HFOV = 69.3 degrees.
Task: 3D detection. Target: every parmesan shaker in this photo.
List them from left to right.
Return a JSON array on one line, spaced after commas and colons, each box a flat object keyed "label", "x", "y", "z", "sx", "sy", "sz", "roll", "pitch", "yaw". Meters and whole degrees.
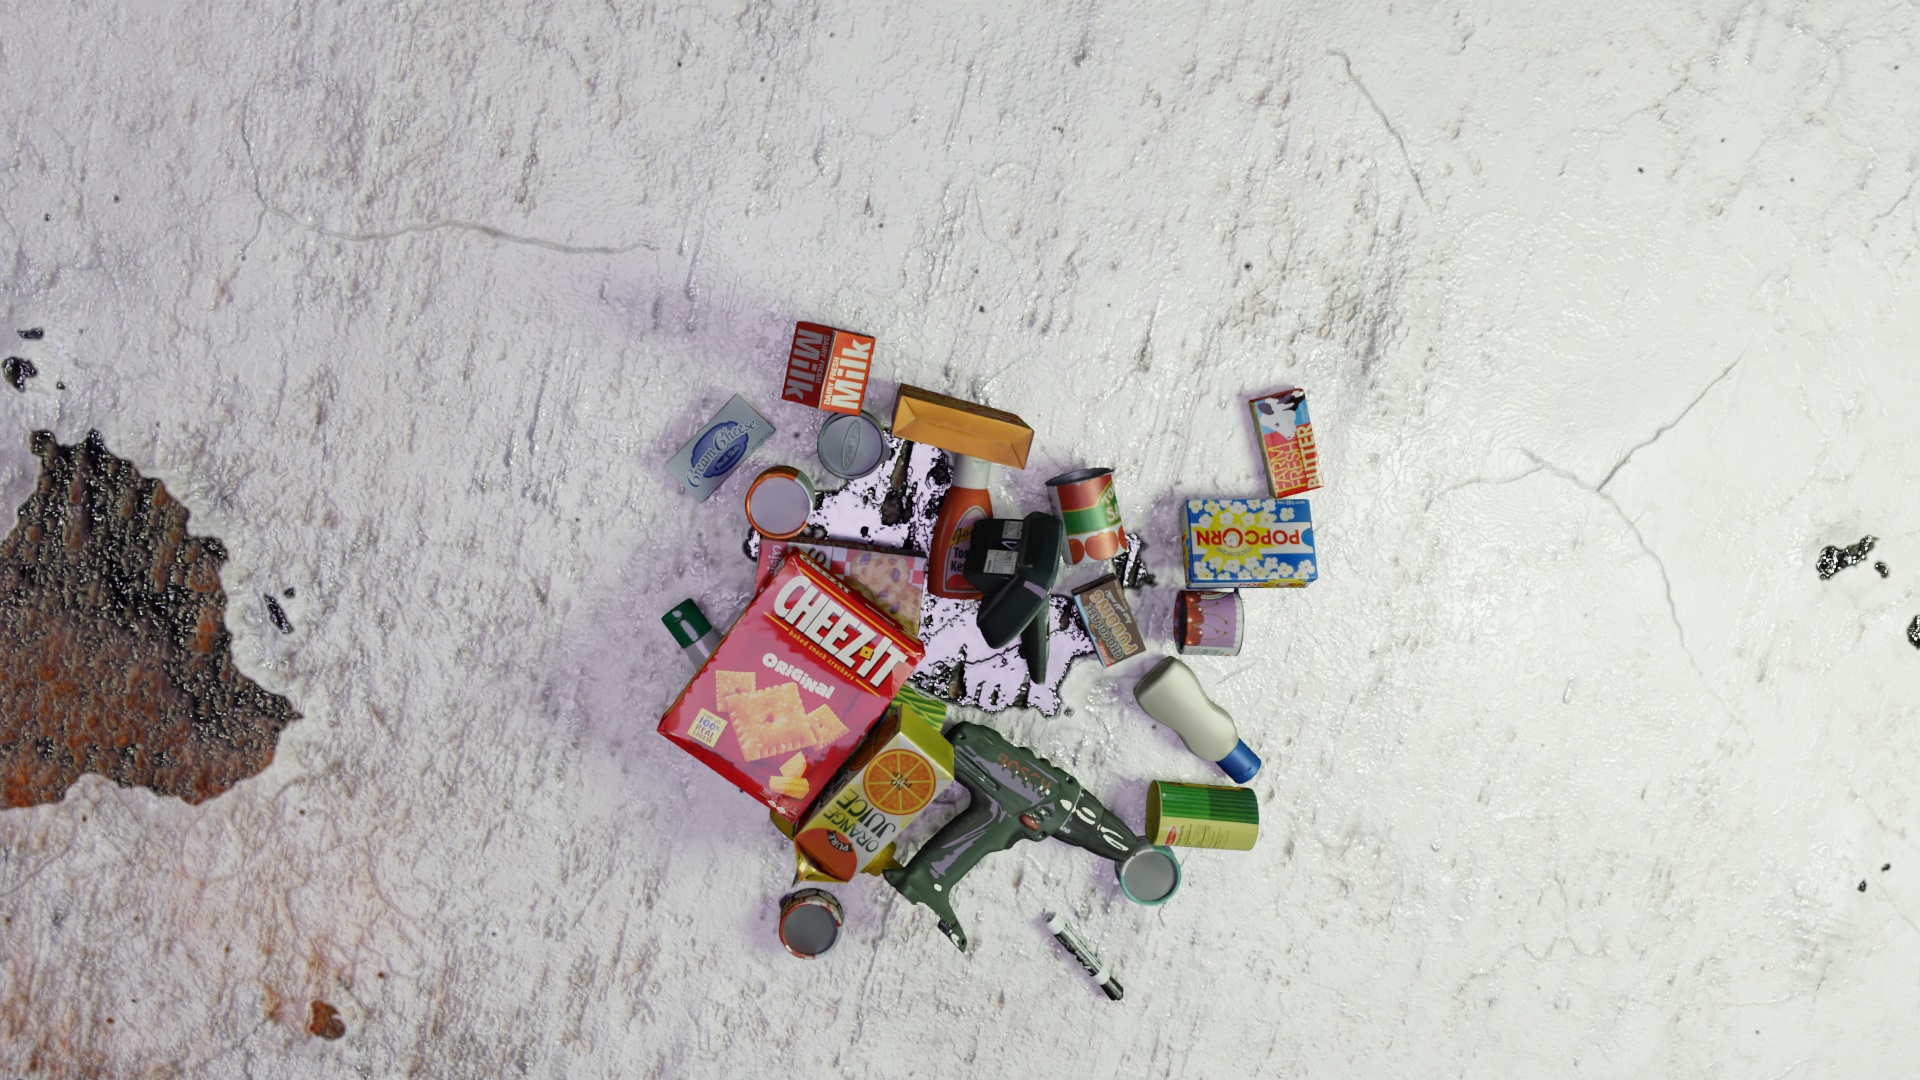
[{"label": "parmesan shaker", "x": 0.248, "y": 0.285, "z": 1.431, "sx": 0.103, "sy": 0.071, "sz": 0.071, "roll": 5, "pitch": 99, "yaw": -5}]

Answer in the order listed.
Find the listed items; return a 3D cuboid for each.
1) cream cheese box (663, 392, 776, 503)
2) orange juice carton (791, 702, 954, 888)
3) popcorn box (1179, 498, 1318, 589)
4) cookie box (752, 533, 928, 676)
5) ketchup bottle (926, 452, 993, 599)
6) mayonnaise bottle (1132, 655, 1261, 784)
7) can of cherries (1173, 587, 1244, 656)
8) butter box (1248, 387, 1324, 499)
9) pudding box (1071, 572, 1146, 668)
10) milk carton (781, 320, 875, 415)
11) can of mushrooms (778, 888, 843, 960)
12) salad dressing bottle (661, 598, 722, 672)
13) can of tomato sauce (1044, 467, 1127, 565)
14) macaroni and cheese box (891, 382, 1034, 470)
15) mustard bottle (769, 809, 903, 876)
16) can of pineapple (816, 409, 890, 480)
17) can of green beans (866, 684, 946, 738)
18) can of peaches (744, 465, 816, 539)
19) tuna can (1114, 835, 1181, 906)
[{"label": "cream cheese box", "x": -0.236, "y": -0.090, "z": 1.361, "sx": 0.104, "sy": 0.024, "sz": 0.053, "roll": -45, "pitch": 98, "yaw": 4}, {"label": "orange juice carton", "x": -0.096, "y": 0.256, "z": 1.342, "sx": 0.073, "sy": 0.072, "sz": 0.192, "roll": 42, "pitch": 101, "yaw": -11}, {"label": "popcorn box", "x": 0.285, "y": 0.003, "z": 1.384, "sx": 0.127, "sy": 0.038, "sz": 0.085, "roll": 0, "pitch": 71, "yaw": -3}, {"label": "cookie box", "x": -0.124, "y": 0.063, "z": 1.385, "sx": 0.167, "sy": 0.040, "sz": 0.122, "roll": 7, "pitch": 98, "yaw": -6}, {"label": "ketchup bottle", "x": 0.005, "y": -0.017, "z": 1.376, "sx": 0.065, "sy": 0.043, "sz": 0.148, "roll": 2, "pitch": 99, "yaw": -26}, {"label": "mayonnaise bottle", "x": 0.247, "y": 0.189, "z": 1.427, "sx": 0.064, "sy": 0.041, "sz": 0.148, "roll": -44, "pitch": 100, "yaw": 5}, {"label": "can of cherries", "x": 0.249, "y": 0.081, "z": 1.398, "sx": 0.058, "sy": 0.071, "sz": 0.071, "roll": 2, "pitch": 99, "yaw": -3}, {"label": "butter box", "x": 0.328, "y": -0.097, "z": 1.395, "sx": 0.053, "sy": 0.024, "sz": 0.103, "roll": -15, "pitch": 99, "yaw": 0}, {"label": "pudding box", "x": 0.150, "y": 0.081, "z": 1.409, "sx": 0.050, "sy": 0.030, "sz": 0.083, "roll": -22, "pitch": 100, "yaw": 1}, {"label": "milk carton", "x": -0.120, "y": -0.159, "z": 1.272, "sx": 0.073, "sy": 0.191, "sz": 0.072, "roll": 12, "pitch": 99, "yaw": -6}, {"label": "can of mushrooms", "x": -0.157, "y": 0.396, "z": 1.438, "sx": 0.071, "sy": 0.033, "sz": 0.071, "roll": -1, "pitch": 100, "yaw": -3}, {"label": "salad dressing bottle", "x": -0.241, "y": 0.126, "z": 1.386, "sx": 0.064, "sy": 0.044, "sz": 0.147, "roll": -34, "pitch": 98, "yaw": 4}, {"label": "can of tomato sauce", "x": 0.127, "y": -0.025, "z": 1.372, "sx": 0.071, "sy": 0.071, "sz": 0.083, "roll": -14, "pitch": 101, "yaw": -1}, {"label": "macaroni and cheese box", "x": -0.002, "y": -0.109, "z": 1.300, "sx": 0.124, "sy": 0.167, "sz": 0.040, "roll": 15, "pitch": 99, "yaw": -5}, {"label": "mustard bottle", "x": -0.116, "y": 0.300, "z": 1.417, "sx": 0.160, "sy": 0.049, "sz": 0.065, "roll": 33, "pitch": 99, "yaw": -8}, {"label": "can of pineapple", "x": -0.104, "y": -0.094, "z": 1.351, "sx": 0.071, "sy": 0.058, "sz": 0.071, "roll": -1, "pitch": 100, "yaw": -3}, {"label": "can of green beans", "x": -0.053, "y": 0.182, "z": 1.394, "sx": 0.058, "sy": 0.071, "sz": 0.071, "roll": 27, "pitch": 97, "yaw": -8}, {"label": "can of peaches", "x": -0.178, "y": -0.036, "z": 1.355, "sx": 0.071, "sy": 0.058, "sz": 0.071, "roll": -1, "pitch": 99, "yaw": -4}, {"label": "tuna can", "x": 0.198, "y": 0.348, "z": 1.453, "sx": 0.071, "sy": 0.033, "sz": 0.071, "roll": -1, "pitch": 99, "yaw": -3}]
